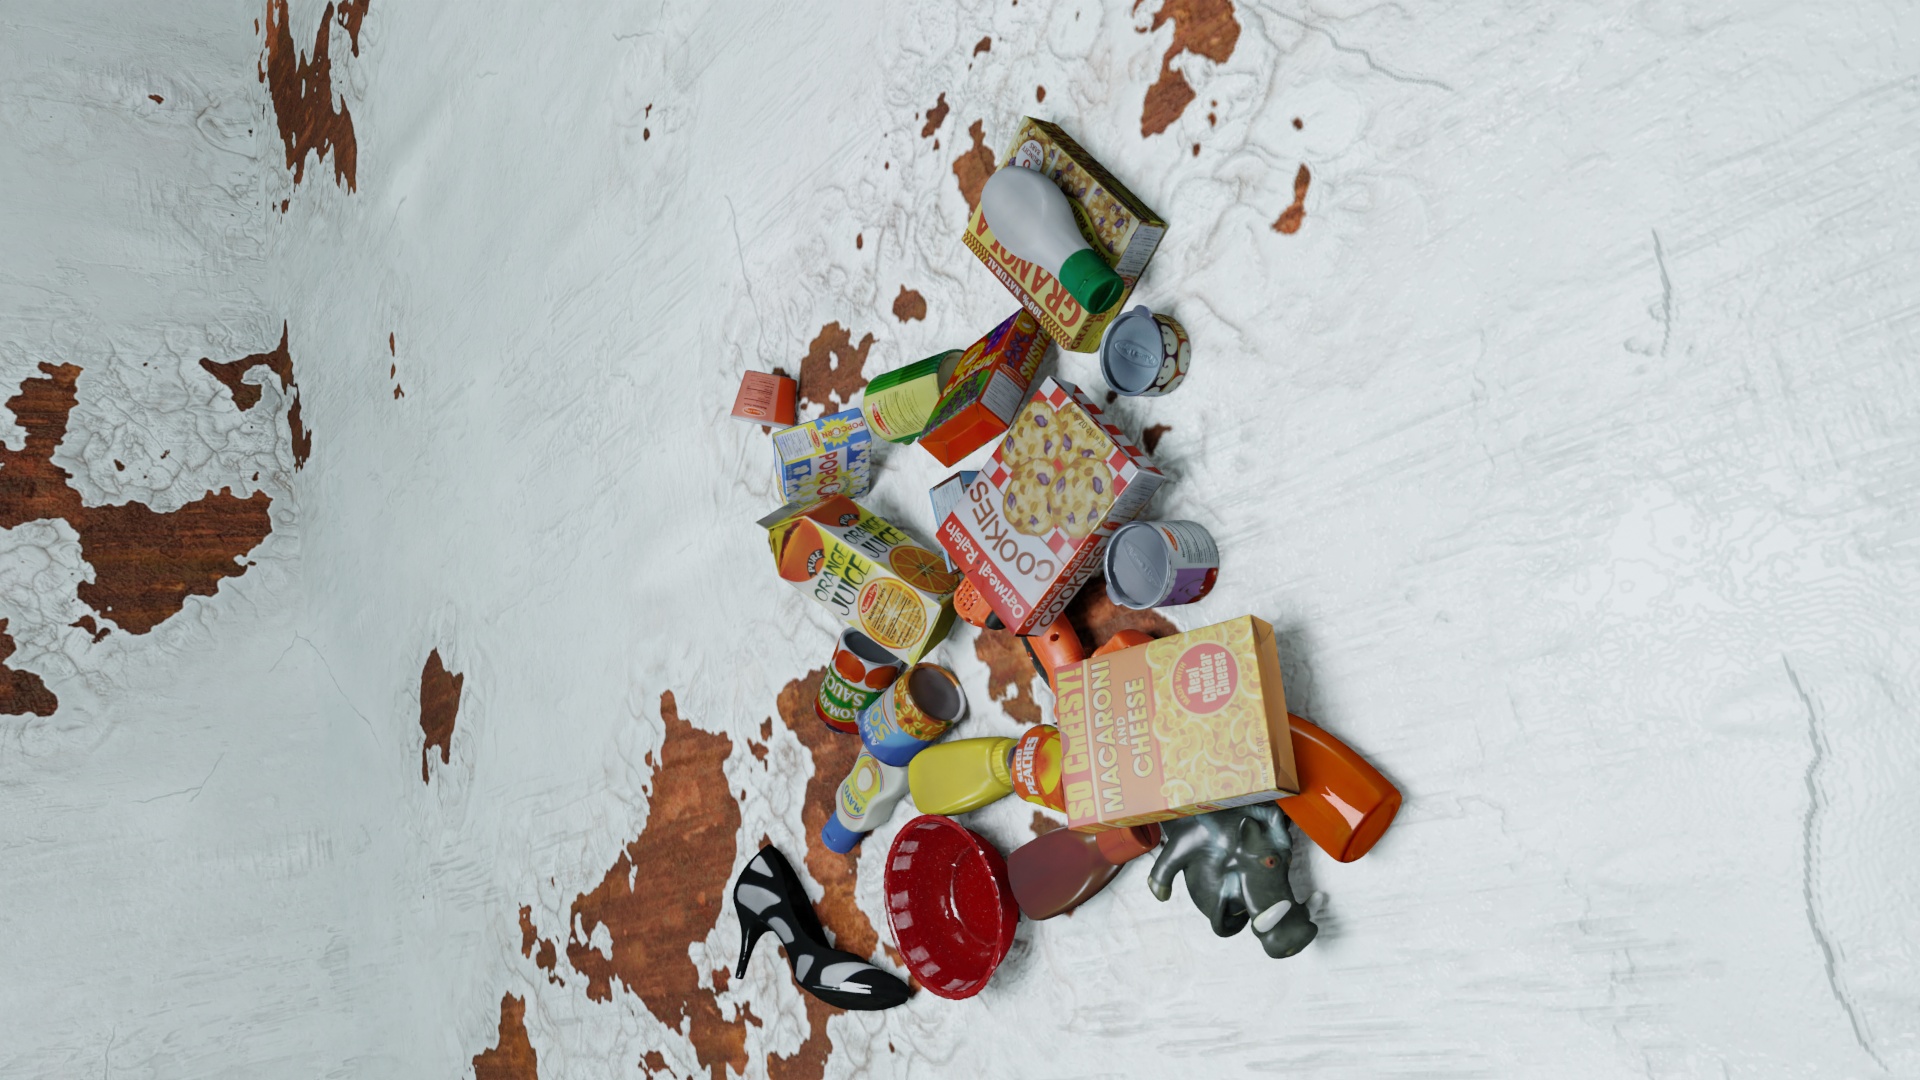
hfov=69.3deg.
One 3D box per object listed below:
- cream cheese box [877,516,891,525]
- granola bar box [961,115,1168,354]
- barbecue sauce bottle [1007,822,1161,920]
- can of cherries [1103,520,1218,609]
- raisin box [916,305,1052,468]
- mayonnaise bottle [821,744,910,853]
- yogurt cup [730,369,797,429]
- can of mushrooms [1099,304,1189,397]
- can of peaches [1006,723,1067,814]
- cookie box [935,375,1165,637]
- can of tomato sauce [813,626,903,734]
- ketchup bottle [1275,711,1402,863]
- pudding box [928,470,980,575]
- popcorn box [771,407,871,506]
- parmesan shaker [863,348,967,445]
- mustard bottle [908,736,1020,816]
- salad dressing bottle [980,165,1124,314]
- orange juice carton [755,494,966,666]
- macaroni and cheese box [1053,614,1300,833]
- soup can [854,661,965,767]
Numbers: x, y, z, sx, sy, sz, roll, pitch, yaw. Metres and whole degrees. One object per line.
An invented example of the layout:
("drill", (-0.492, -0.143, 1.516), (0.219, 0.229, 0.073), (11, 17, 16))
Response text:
("cream cheese box", (-0.086, 0.033, 1.350), (0.053, 0.024, 0.103), (48, 125, 38))
("granola bar box", (0.082, -0.251, 1.138), (0.166, 0.039, 0.123), (53, 127, 34))
("barbecue sauce bottle", (0.100, 0.258, 1.128), (0.148, 0.044, 0.065), (-40, 63, 41))
("can of cherries", (0.150, 0.019, 1.052), (0.071, 0.058, 0.071), (4, 95, 48))
("raisin box", (0.022, -0.128, 1.156), (0.085, 0.040, 0.124), (-32, 26, 47))
("mayonnaise bottle", (-0.089, 0.247, 1.346), (0.065, 0.041, 0.147), (54, 128, 30))
("yogurt cup", (-0.202, -0.147, 1.450), (0.072, 0.072, 0.054), (15, 94, 48))
("can of mushrooms", (0.143, -0.146, 1.074), (0.071, 0.033, 0.071), (2, 93, 50))
("can of peaches", (0.082, 0.186, 1.126), (0.058, 0.071, 0.071), (8, 97, 48))
("cookie box", (0.065, -0.026, 1.092), (0.167, 0.040, 0.123), (-54, 53, 21))
("can of tomato sauce", (-0.098, 0.134, 1.331), (0.071, 0.071, 0.082), (44, 122, 39))
("ketchup bottle", (0.234, 0.153, 0.971), (0.149, 0.043, 0.064), (45, 117, 39))
("pudding box", (0.004, -0.016, 1.240), (0.049, 0.030, 0.084), (-29, 70, 44))
("popcorn box", (-0.130, -0.072, 1.312), (0.126, 0.085, 0.038), (103, 146, -67))
("parmesan shaker", (-0.029, -0.127, 1.250), (0.103, 0.071, 0.071), (-12, 82, 48))
("mustard bottle", (0.018, 0.202, 1.216), (0.159, 0.049, 0.065), (-23, 73, 46))
("salad dressing bottle", (0.072, -0.235, 1.086), (0.148, 0.044, 0.064), (54, 126, 31))
("orange juice carton", (-0.093, 0.024, 1.261), (0.193, 0.072, 0.072), (33, 119, 12))
("macaroni and cheese box", (0.148, 0.133, 0.989), (0.166, 0.040, 0.124), (-19, 63, 32))
("soup can", (-0.047, 0.158, 1.272), (0.083, 0.071, 0.071), (-46, 58, 39))
